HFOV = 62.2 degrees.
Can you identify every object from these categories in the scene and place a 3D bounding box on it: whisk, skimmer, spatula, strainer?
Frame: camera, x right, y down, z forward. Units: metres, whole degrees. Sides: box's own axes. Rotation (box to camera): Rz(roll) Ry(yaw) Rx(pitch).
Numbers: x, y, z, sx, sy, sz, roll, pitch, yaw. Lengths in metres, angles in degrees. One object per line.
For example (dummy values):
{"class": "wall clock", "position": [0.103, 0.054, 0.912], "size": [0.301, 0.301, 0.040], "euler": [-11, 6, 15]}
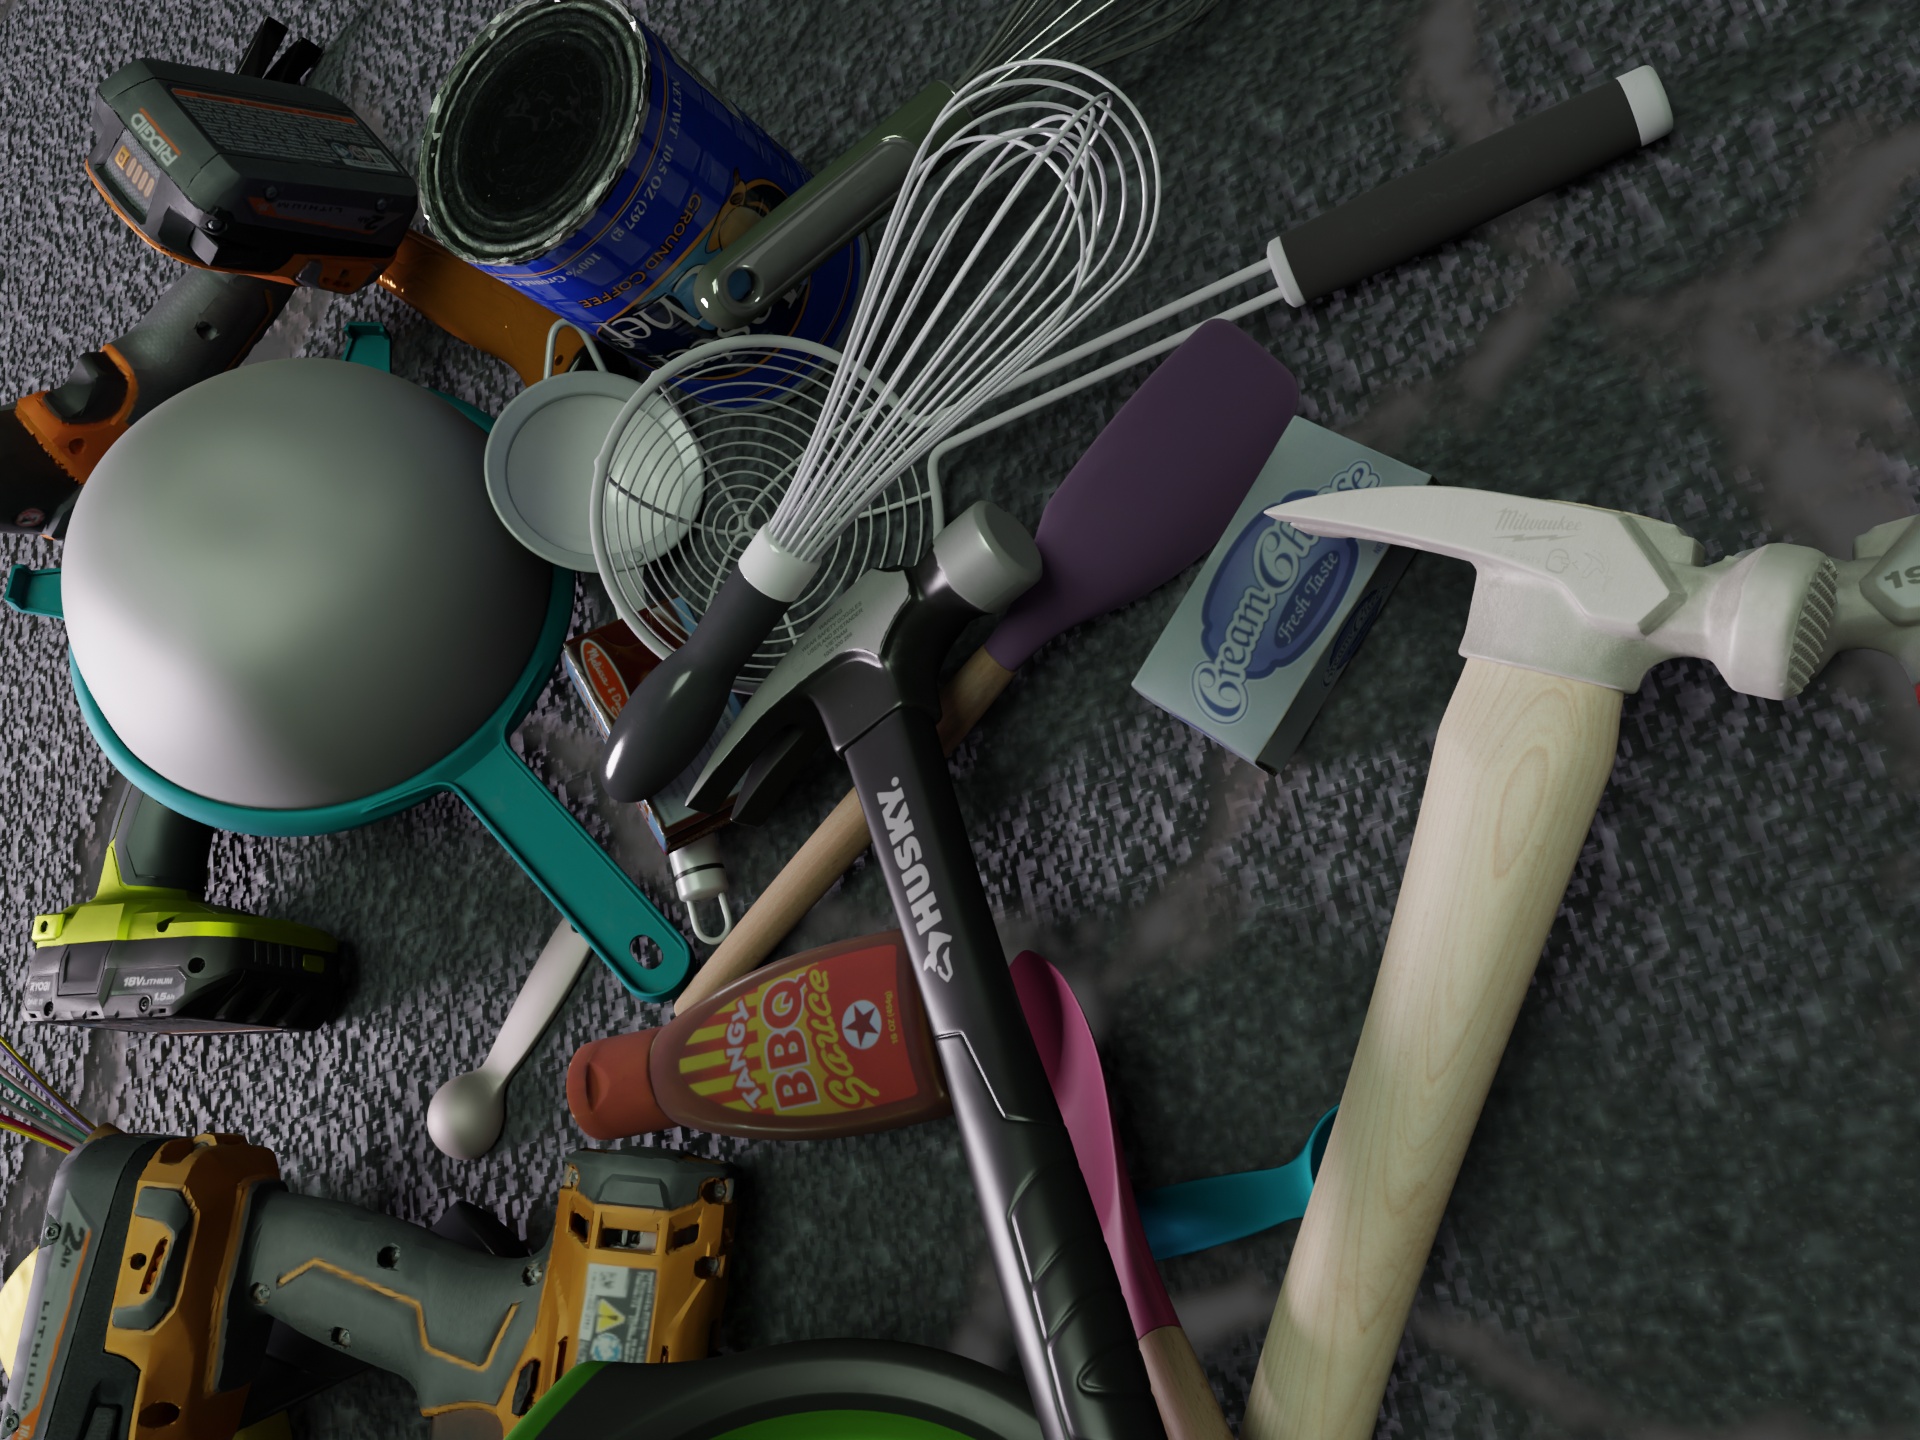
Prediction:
{"class": "whisk", "position": [-0.376, 0.160, 0.658], "size": [0.245, 0.047, 0.051], "euler": [33, 126, -2]}
{"class": "skimmer", "position": [0.048, -0.117, 0.520], "size": [0.363, 0.090, 0.127], "euler": [-21, 101, 21]}
{"class": "spatula", "position": [-0.001, -0.002, 0.548], "size": [0.316, 0.059, 0.018], "euler": [-48, 29, 17]}
{"class": "strainer", "position": [-0.129, -0.035, 0.627], "size": [0.087, 0.050, 0.259], "euler": [-12, 74, -19]}
{"class": "whisk", "position": [-0.038, -0.073, 0.494], "size": [0.284, 0.070, 0.070], "euler": [-51, 59, 25]}
{"class": "strainer", "position": [-0.224, -0.025, 0.612], "size": [0.211, 0.095, 0.340], "euler": [-42, 72, -14]}
{"class": "whisk", "position": [0.005, -0.218, 0.557], "size": [0.246, 0.057, 0.059], "euler": [-40, 27, -3]}

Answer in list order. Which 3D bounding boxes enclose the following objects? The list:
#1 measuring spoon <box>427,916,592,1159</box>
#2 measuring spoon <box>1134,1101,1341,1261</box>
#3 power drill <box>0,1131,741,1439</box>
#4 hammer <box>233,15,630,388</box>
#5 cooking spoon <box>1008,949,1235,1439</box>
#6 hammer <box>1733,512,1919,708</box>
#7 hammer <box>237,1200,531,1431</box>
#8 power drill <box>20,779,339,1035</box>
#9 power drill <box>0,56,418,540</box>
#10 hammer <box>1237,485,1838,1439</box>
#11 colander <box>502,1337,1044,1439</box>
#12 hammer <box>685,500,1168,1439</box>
{"class": "measuring spoon", "position": [-0.177, 0.119, 0.630], "size": [0.034, 0.018, 0.124], "euler": [34, 95, 31]}
{"class": "measuring spoon", "position": [0.090, 0.145, 0.482], "size": [0.128, 0.021, 0.042], "euler": [-25, 70, 32]}
{"class": "power drill", "position": [-0.194, 0.234, 0.540], "size": [0.226, 0.084, 0.185], "euler": [4, 76, 2]}
{"class": "hammer", "position": [-0.266, -0.228, 0.752], "size": [0.337, 0.034, 0.127], "euler": [34, 97, 30]}
{"class": "cooking spoon", "position": [0.062, 0.187, 0.419], "size": [0.068, 0.017, 0.319], "euler": [-65, 32, 31]}
{"class": "hammer", "position": [0.286, 0.130, 0.360], "size": [0.143, 0.038, 0.386], "euler": [-11, 73, 25]}
{"class": "hammer", "position": [-0.348, 0.291, 0.600], "size": [0.409, 0.036, 0.149], "euler": [-26, 62, 0]}
{"class": "power drill", "position": [-0.327, 0.023, 0.704], "size": [0.171, 0.080, 0.223], "euler": [-7, 72, 27]}
{"class": "power drill", "position": [-0.352, -0.166, 0.686], "size": [0.084, 0.164, 0.226], "euler": [49, 117, 8]}
{"class": "hammer", "position": [0.102, 0.140, 0.437], "size": [0.146, 0.038, 0.410], "euler": [18, 94, 37]}
{"class": "colander", "position": [0.038, 0.298, 0.381], "size": [0.397, 0.204, 0.094], "euler": [17, 129, 22]}
{"class": "hammer", "position": [0.005, 0.103, 0.451], "size": [0.146, 0.035, 0.335], "euler": [-37, 54, 27]}
